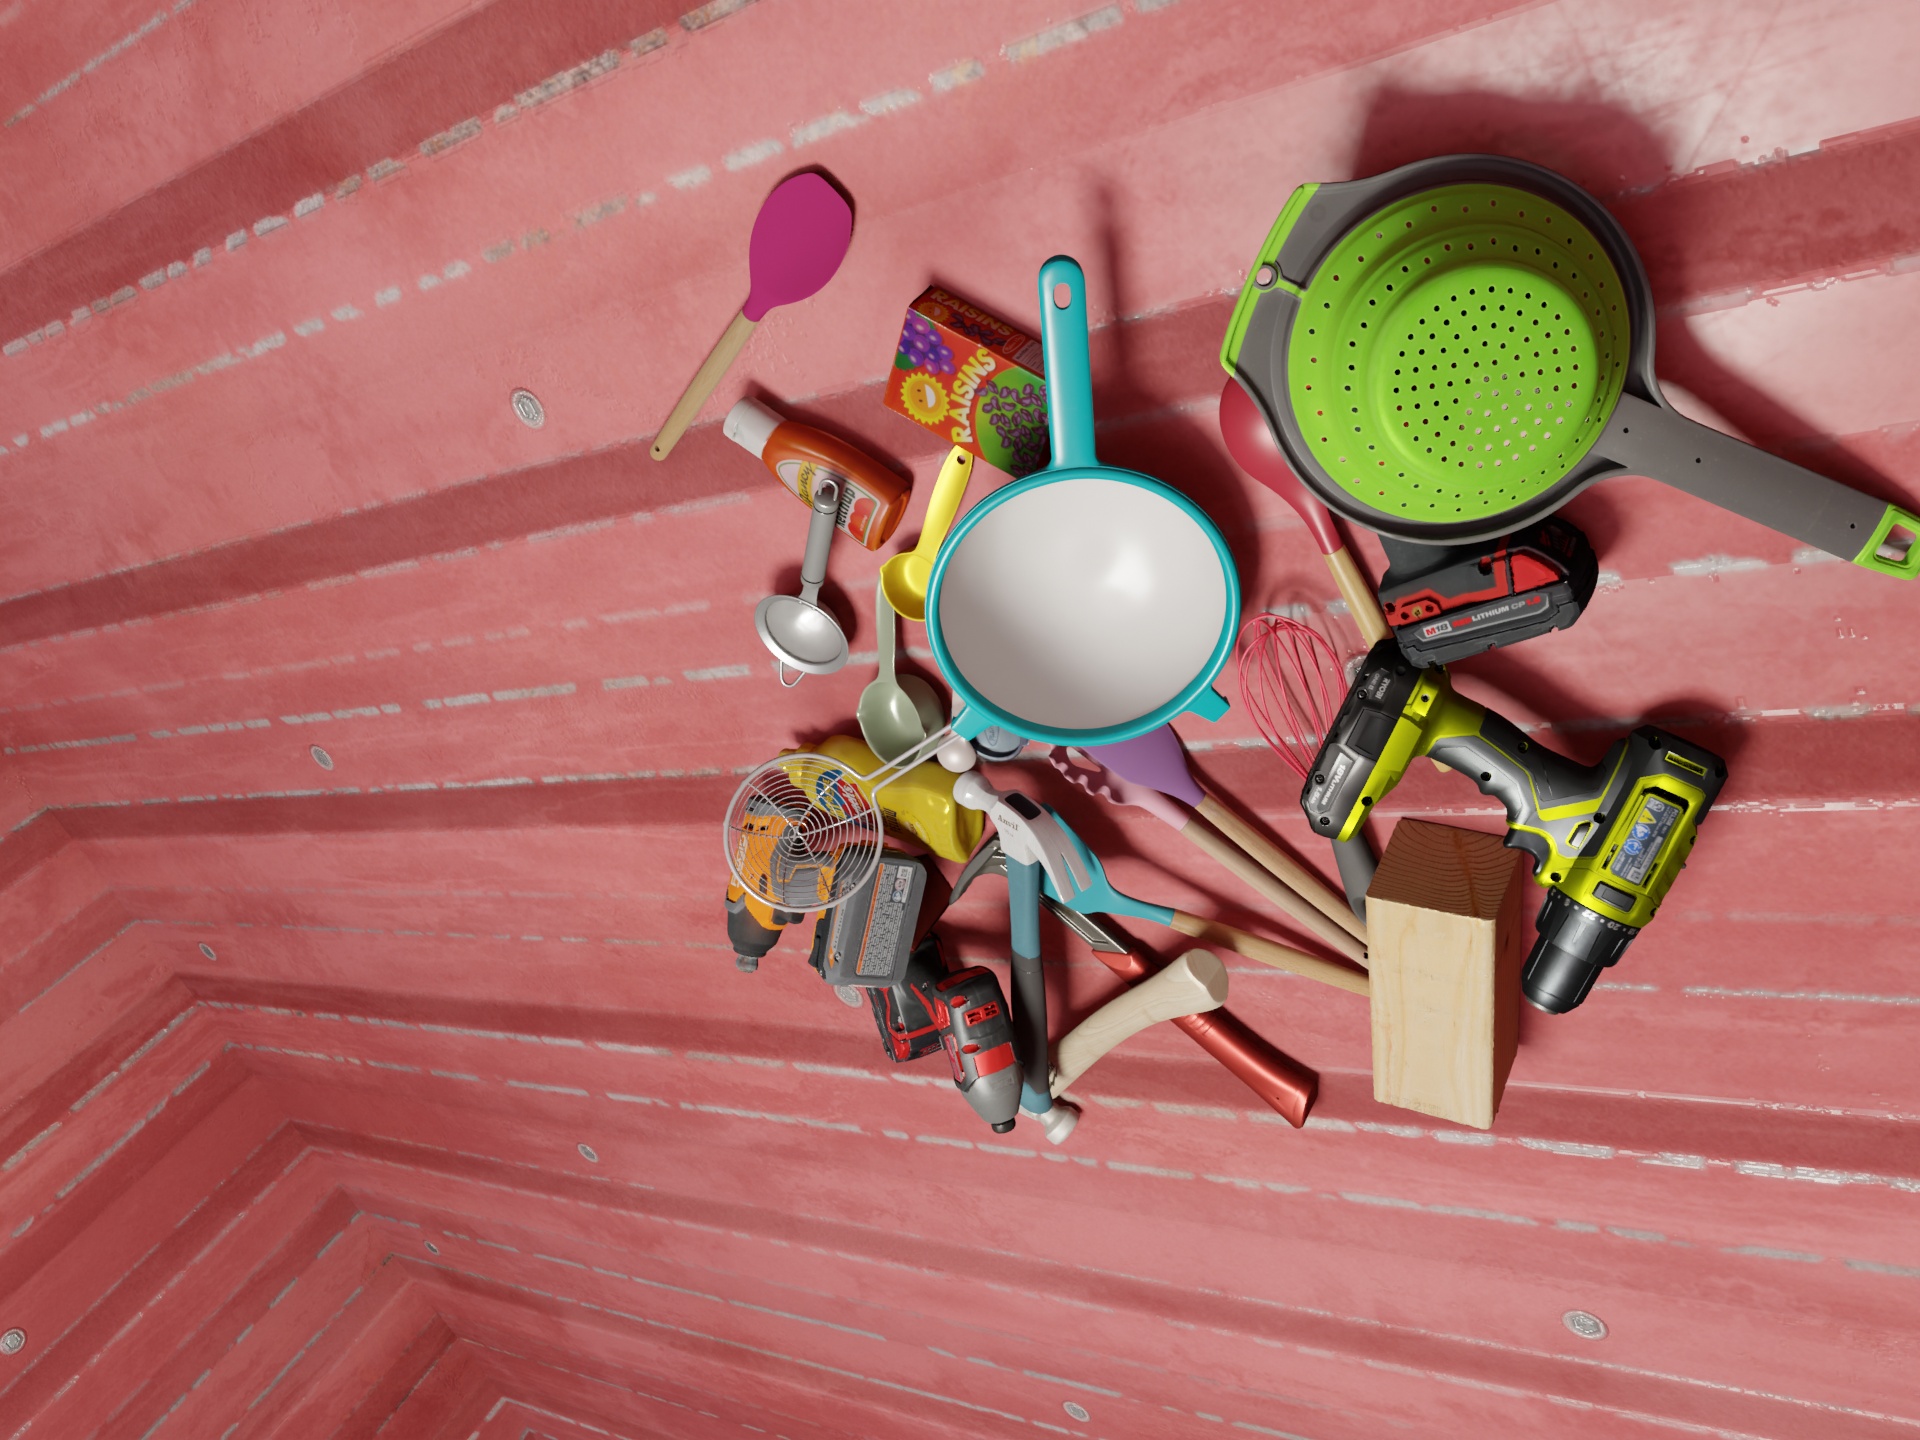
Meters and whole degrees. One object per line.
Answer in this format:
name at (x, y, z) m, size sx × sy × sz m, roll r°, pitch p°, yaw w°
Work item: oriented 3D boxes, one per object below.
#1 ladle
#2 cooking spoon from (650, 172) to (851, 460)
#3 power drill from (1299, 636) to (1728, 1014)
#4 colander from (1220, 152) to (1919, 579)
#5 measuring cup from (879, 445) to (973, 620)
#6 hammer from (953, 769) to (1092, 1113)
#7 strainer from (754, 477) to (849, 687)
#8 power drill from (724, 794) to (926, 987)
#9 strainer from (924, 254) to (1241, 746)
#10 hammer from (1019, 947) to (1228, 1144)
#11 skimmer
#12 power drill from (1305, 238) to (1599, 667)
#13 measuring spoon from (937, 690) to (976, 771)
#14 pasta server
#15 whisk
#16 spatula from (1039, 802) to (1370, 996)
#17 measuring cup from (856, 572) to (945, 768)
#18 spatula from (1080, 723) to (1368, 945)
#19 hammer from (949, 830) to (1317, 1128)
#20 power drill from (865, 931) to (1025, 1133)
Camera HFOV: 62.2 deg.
ladle at (0.255, -0.092, 1.043) m, size 0.069 × 0.031 × 0.315 m, roll -15°, pitch 116°, yaw 41°
cooking spoon at (-0.167, -0.288, 1.187) m, size 0.068 × 0.017 × 0.319 m, roll 46°, pitch 137°, yaw -4°
power drill at (0.338, 0.064, 1.012) m, size 0.228 × 0.080 × 0.190 m, roll 26°, pitch 103°, yaw 10°
colander at (0.334, -0.151, 0.816) m, size 0.397 × 0.094 × 0.204 m, roll 22°, pitch 111°, yaw -3°
measuring cup at (-0.015, -0.145, 1.199) m, size 0.062 × 0.029 × 0.156 m, roll 30°, pitch 125°, yaw 11°
hammer at (0.055, 0.203, 1.344) m, size 0.128 × 0.033 × 0.330 m, roll 28°, pitch 134°, yaw 40°
strainer at (-0.115, -0.110, 1.253) m, size 0.087 × 0.050 × 0.258 m, roll 26°, pitch 149°, yaw 4°
power drill at (-0.133, 0.165, 1.406) m, size 0.227 × 0.084 × 0.164 m, roll 15°, pitch 93°, yaw 52°
strainer at (0.076, -0.148, 1.062) m, size 0.211 × 0.095 × 0.340 m, roll -4°, pitch 120°, yaw 4°
hammer at (0.112, 0.271, 1.394) m, size 0.146 × 0.038 × 0.410 m, roll 40°, pitch 147°, yaw 2°
skimmer at (-0.027, 0.026, 1.216) m, size 0.363 × 0.090 × 0.127 m, roll -33°, pitch 93°, yaw 27°
power drill at (0.294, -0.160, 0.920) m, size 0.188 × 0.080 × 0.226 m, roll -18°, pitch 108°, yaw 36°
measuring spoon at (-0.002, -0.004, 1.254) m, size 0.034 × 0.018 × 0.124 m, roll 24°, pitch 135°, yaw 18°
pasta server at (0.197, 0.096, 1.230) m, size 0.316 × 0.060 × 0.040 m, roll 37°, pitch 173°, yaw 1°
whisk at (0.261, 0.044, 1.131) m, size 0.073 × 0.073 × 0.295 m, roll -1°, pitch 130°, yaw 36°
spatula at (0.197, 0.159, 1.272) m, size 0.317 × 0.044 × 0.082 m, roll 20°, pitch 123°, yaw 7°
measuring cup at (-0.047, -0.044, 1.298) m, size 0.083 × 0.038 × 0.167 m, roll 16°, pitch 116°, yaw 42°
spatula at (0.204, 0.074, 1.211) m, size 0.316 × 0.018 × 0.060 m, roll 39°, pitch 95°, yaw -2°
hammer at (0.156, 0.226, 1.370) m, size 0.359 × 0.037 × 0.149 m, roll 40°, pitch 138°, yaw 1°
power drill at (-0.009, 0.272, 1.409) m, size 0.220 × 0.078 × 0.143 m, roll 14°, pitch 122°, yaw 68°
